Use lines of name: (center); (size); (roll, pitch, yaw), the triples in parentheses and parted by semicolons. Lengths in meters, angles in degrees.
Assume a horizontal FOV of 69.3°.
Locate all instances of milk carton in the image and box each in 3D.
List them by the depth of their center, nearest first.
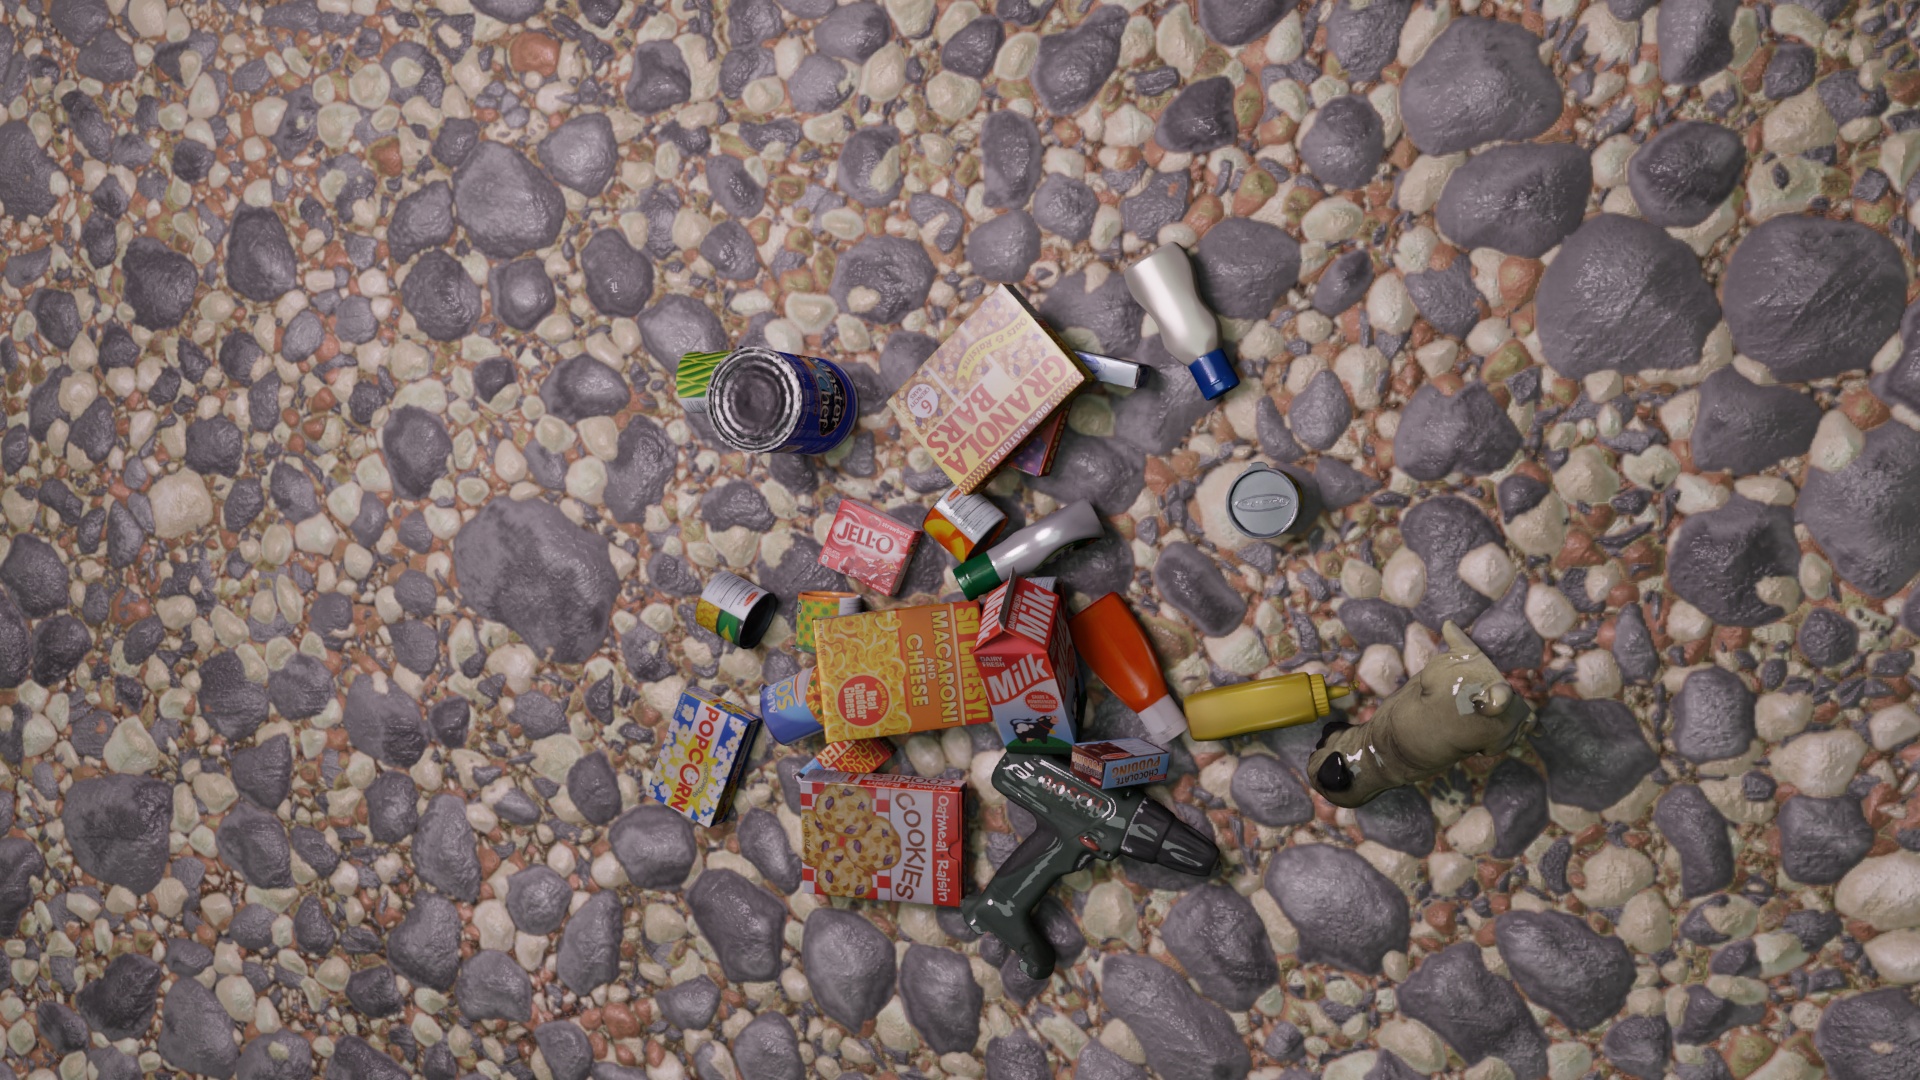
milk carton: (0.063, 0.114, 1.299); (0.073, 0.073, 0.189); (-2, 132, 18)

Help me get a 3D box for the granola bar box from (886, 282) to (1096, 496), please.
granola bar box: (0.028, -0.143, 1.323); (0.165, 0.039, 0.124); (-44, 79, 22)

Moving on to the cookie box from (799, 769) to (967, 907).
cookie box: (-0.077, 0.301, 1.409); (0.167, 0.040, 0.122); (2, 100, 12)

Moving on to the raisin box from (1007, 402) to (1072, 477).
raisin box: (0.040, -0.122, 1.370); (0.123, 0.040, 0.086); (20, 97, 16)

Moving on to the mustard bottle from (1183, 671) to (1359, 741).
mustard bottle: (0.290, 0.151, 1.287); (0.160, 0.065, 0.049); (-13, 84, 14)

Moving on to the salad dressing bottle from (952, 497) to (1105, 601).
salad dressing bottle: (0.065, 0.010, 1.341); (0.148, 0.064, 0.044); (-27, 83, 1)

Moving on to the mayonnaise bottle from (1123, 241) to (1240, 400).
mayonnaise bottle: (0.213, -0.204, 1.310); (0.064, 0.041, 0.148); (-29, 84, 19)

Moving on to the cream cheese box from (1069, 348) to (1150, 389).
cream cheese box: (0.127, -0.167, 1.332); (0.104, 0.053, 0.024); (15, 102, 17)

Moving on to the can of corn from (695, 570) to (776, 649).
can of corn: (-0.236, 0.074, 1.456); (0.058, 0.071, 0.071); (26, 100, 16)

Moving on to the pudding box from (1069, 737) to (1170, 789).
pudding box: (0.151, 0.210, 1.317); (0.050, 0.084, 0.030); (22, 108, 53)

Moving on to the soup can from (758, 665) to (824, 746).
soup can: (-0.155, 0.164, 1.430); (0.083, 0.071, 0.071); (-24, 85, 17)

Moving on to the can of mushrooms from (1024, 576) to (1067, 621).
can of mushrooms: (0.081, 0.070, 1.351); (0.033, 0.071, 0.071); (-2, 92, 18)

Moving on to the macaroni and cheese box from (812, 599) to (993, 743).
macaroni and cheese box: (-0.057, 0.129, 1.376); (0.167, 0.040, 0.123); (-7, 90, -7)

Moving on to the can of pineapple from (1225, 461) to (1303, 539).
can of pineapple: (0.282, -0.037, 1.283); (0.071, 0.058, 0.071); (1, 93, 18)

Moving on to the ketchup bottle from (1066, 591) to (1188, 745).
ketchup bottle: (0.164, 0.126, 1.336); (0.064, 0.043, 0.149); (-36, 81, 17)

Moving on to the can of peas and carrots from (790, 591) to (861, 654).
can of peas and carrots: (-0.137, 0.084, 1.422); (0.071, 0.071, 0.058); (5, 93, 18)

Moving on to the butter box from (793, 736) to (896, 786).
butter box: (-0.120, 0.233, 1.444); (0.103, 0.024, 0.053); (-43, 80, 15)

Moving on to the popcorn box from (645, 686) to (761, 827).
popcorn box: (-0.275, 0.231, 1.488); (0.085, 0.038, 0.126); (24, 99, 15)

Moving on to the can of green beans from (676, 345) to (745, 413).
can of green beans: (-0.256, -0.166, 1.451); (0.058, 0.071, 0.071); (1, 93, 19)

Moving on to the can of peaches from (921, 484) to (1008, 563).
can of peaches: (0.005, -0.017, 1.373); (0.058, 0.071, 0.071); (41, 104, 12)
